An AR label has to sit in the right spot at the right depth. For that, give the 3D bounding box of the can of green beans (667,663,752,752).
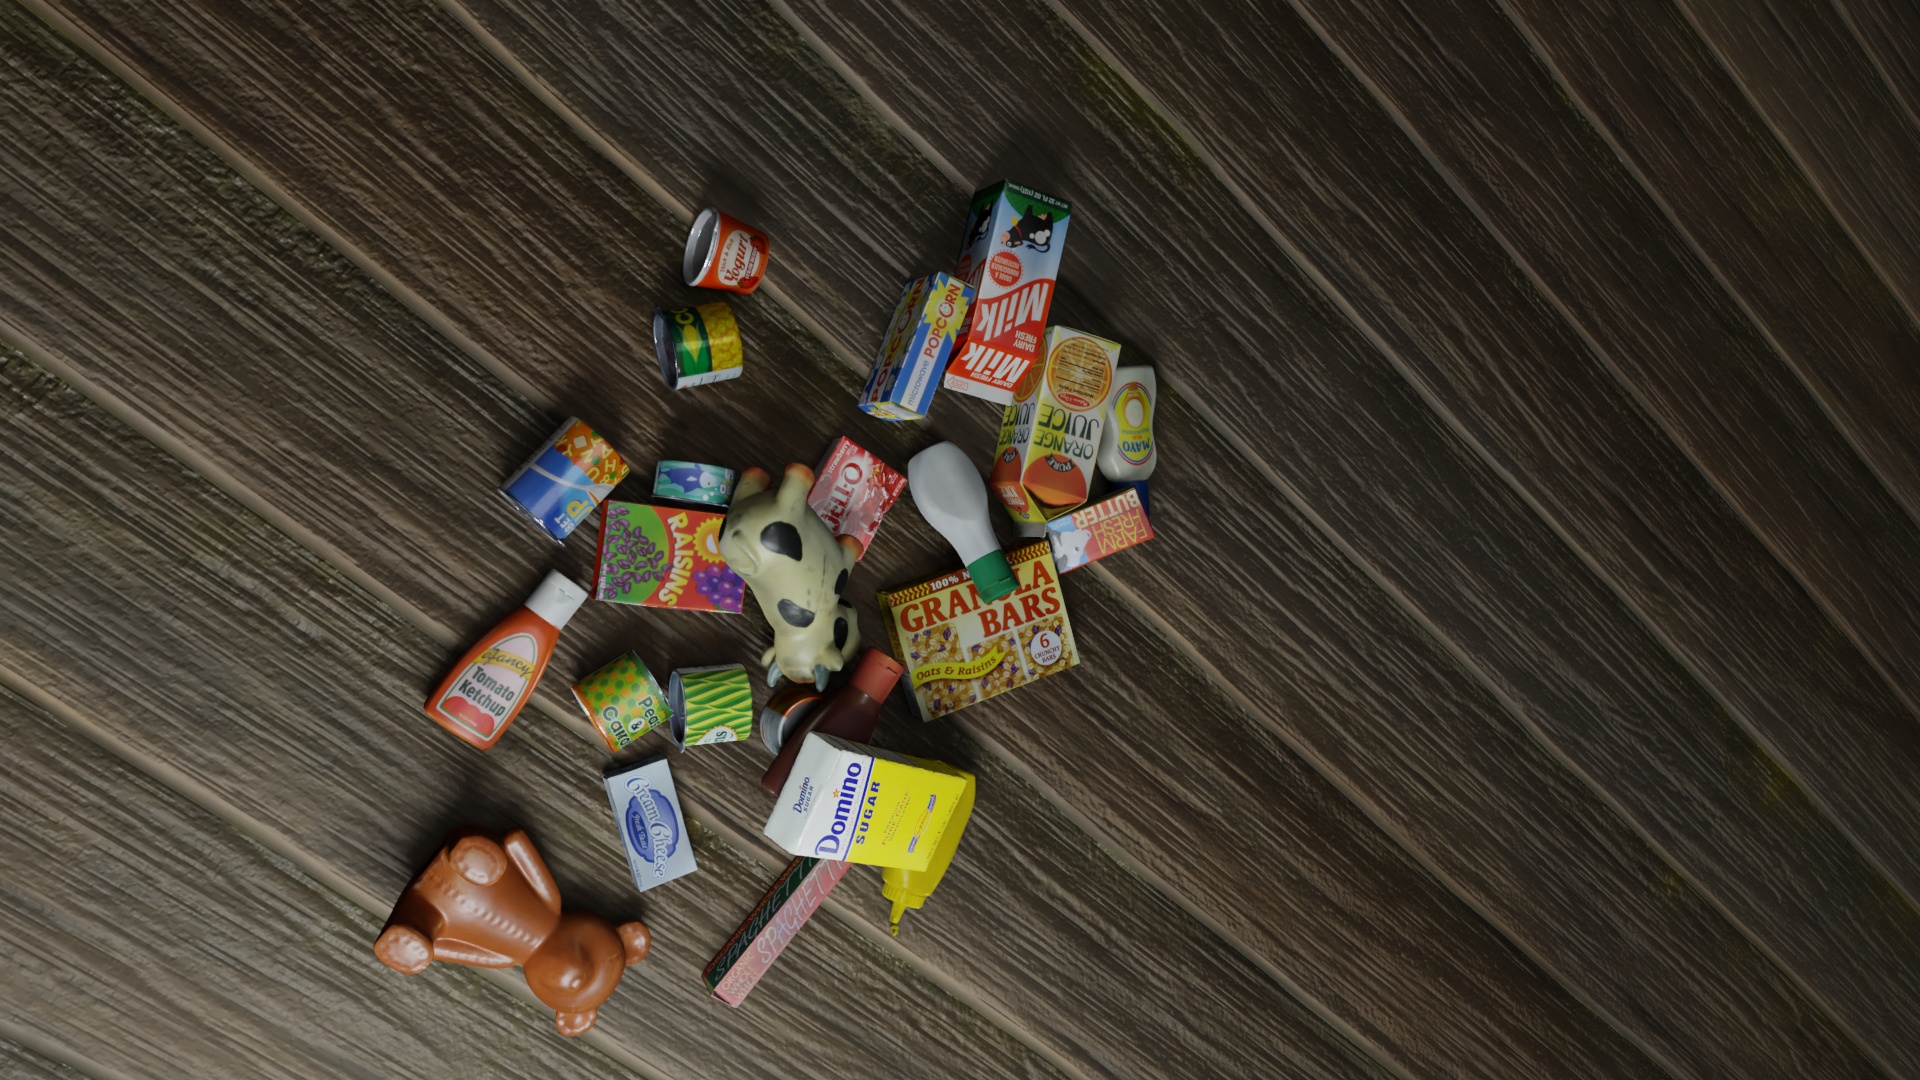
[{"bbox_3d":[-0.212,0.139,1.174,0.058,0.071,0.071,-3,93,-24],"label":"can of green beans"}]

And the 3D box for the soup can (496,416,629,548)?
[{"bbox_3d":[-0.317,-0.047,1.122,0.071,0.071,0.084,46,74,-18],"label":"soup can"}]

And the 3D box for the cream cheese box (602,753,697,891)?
[{"bbox_3d":[-0.263,0.238,1.177,0.053,0.024,0.103,-18,99,-23],"label":"cream cheese box"}]

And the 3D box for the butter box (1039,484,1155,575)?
[{"bbox_3d":[0.127,-0.010,1.317,0.103,0.024,0.053,-22,101,4],"label":"butter box"}]

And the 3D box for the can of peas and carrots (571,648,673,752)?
[{"bbox_3d":[-0.277,0.133,1.143,0.059,0.071,0.071,-32,104,-18],"label":"can of peas and carrots"}]

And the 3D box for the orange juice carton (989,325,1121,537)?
[{"bbox_3d":[0.083,-0.097,1.291,0.073,0.072,0.192,14,86,-23],"label":"orange juice carton"}]

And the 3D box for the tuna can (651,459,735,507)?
[{"bbox_3d":[-0.221,-0.047,1.163,0.071,0.071,0.033,9,88,-23],"label":"tuna can"}]

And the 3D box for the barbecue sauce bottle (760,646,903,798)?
[{"bbox_3d":[-0.102,0.160,1.169,0.064,0.043,0.149,41,76,-31],"label":"barbecue sauce bottle"}]

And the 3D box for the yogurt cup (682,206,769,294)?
[{"bbox_3d":[-0.197,-0.241,1.172,0.054,0.072,0.072,13,87,-31],"label":"yogurt cup"}]

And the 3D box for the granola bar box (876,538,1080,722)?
[{"bbox_3d":[0.017,0.081,1.286,0.166,0.039,0.124,-18,98,-22],"label":"granola bar box"}]

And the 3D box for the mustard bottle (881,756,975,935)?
[{"bbox_3d":[-0.038,0.279,1.262,0.065,0.049,0.160,23,83,-24],"label":"mustard bottle"}]

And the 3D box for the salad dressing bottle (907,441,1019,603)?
[{"bbox_3d":[0.004,-0.016,1.250,0.064,0.043,0.148,-23,80,-25],"label":"salad dressing bottle"}]

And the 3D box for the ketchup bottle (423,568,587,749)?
[{"bbox_3d":[-0.361,0.092,1.120,0.064,0.043,0.149,40,76,-19],"label":"ketchup bottle"}]

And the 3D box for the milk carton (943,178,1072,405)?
[{"bbox_3d":[0.036,-0.223,1.267,0.072,0.073,0.190,14,86,-23],"label":"milk carton"}]

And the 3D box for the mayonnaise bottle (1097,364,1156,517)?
[{"bbox_3d":[0.161,-0.094,1.341,0.065,0.041,0.148,-7,95,-25],"label":"mayonnaise bottle"}]

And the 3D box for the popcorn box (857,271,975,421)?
[{"bbox_3d":[-0.040,-0.169,1.229,0.038,0.085,0.127,24,83,-22],"label":"popcorn box"}]

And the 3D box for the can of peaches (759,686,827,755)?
[{"bbox_3d":[-0.134,0.163,1.213,0.071,0.058,0.071,-1,92,-23],"label":"can of peaches"}]

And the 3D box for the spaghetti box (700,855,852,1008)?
[{"bbox_3d":[-0.133,0.297,1.221,0.028,0.050,0.251,44,75,-17],"label":"spaghetti box"}]

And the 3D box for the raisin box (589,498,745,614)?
[{"bbox_3d":[-0.243,0.014,1.172,0.123,0.040,0.086,7,88,-22],"label":"raisin box"}]

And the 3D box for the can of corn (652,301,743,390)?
[{"bbox_3d":[-0.220,-0.166,1.161,0.058,0.071,0.071,-14,97,-23],"label":"can of corn"}]
